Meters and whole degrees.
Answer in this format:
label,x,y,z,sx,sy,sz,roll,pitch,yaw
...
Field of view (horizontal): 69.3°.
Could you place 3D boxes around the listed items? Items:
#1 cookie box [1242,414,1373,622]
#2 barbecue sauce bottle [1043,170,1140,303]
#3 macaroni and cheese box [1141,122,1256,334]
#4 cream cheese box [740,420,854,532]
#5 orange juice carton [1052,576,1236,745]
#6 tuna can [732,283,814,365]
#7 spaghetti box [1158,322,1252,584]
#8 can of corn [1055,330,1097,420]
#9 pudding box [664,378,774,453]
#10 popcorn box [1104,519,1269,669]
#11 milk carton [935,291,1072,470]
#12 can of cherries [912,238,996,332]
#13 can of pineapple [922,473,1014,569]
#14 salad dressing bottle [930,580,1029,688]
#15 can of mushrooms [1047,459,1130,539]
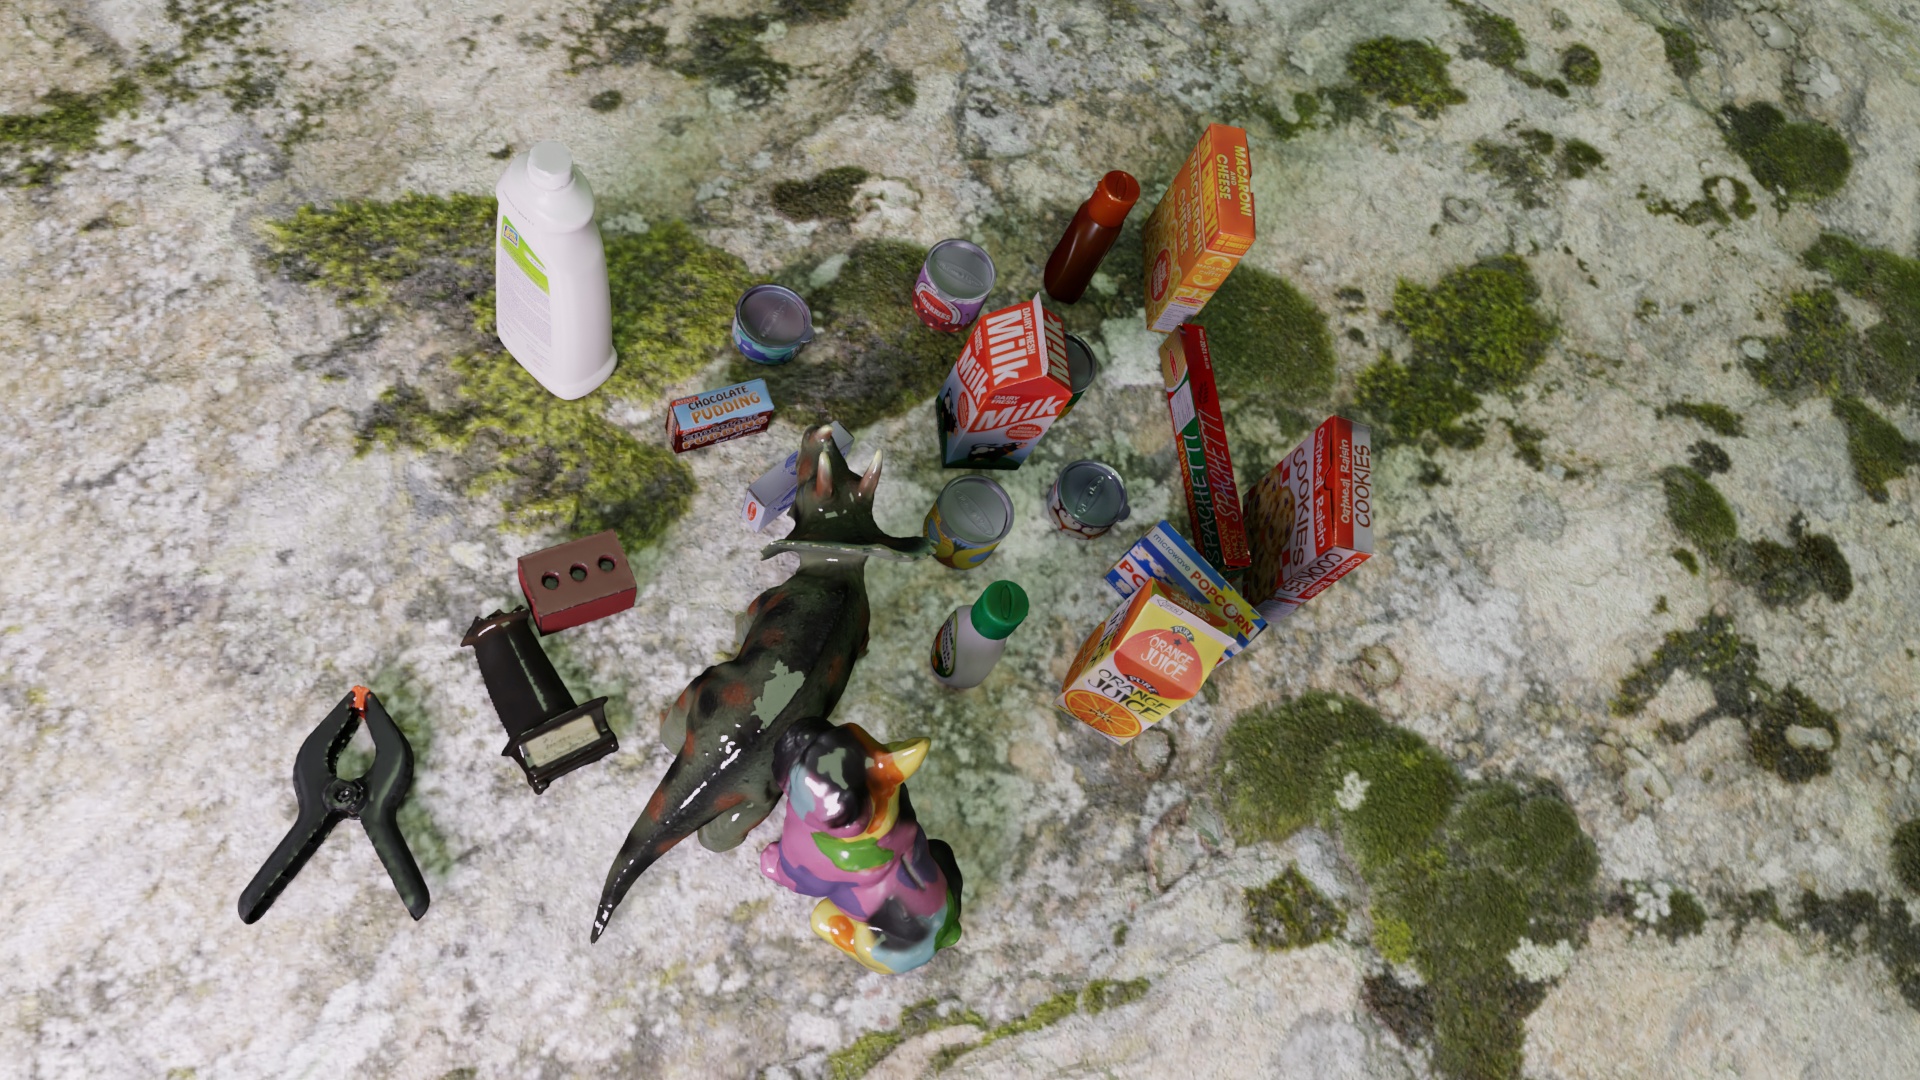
label,x,y,z,sx,sy,sz,roll,pitch,yaw
cookie box,0.298,-0.016,1.208,0.040,0.166,0.123,12,64,-12
barbecue sauce bottle,0.121,-0.283,1.282,0.044,0.148,0.065,18,63,-9
macaroni and cheese box,0.222,-0.290,1.306,0.040,0.165,0.124,7,65,-14
cream cheese box,-0.136,-0.054,1.156,0.024,0.053,0.104,46,62,6
orange juice carton,0.147,0.093,1.099,0.072,0.191,0.073,31,62,-2
tuna can,-0.164,-0.188,1.218,0.071,0.032,0.071,6,65,-14
spaghetti box,0.224,-0.080,1.280,0.029,0.050,0.251,0,67,-17
can of corn,0.081,-0.150,1.262,0.071,0.058,0.071,6,65,-14
pudding box,-0.201,-0.104,1.160,0.084,0.049,0.030,-17,73,-23
popcorn box,0.191,0.051,1.192,0.127,0.085,0.038,46,63,6
milk carton,0.039,-0.130,1.166,0.073,0.189,0.072,1,67,-17
can of cherries,-0.008,-0.231,1.271,0.071,0.058,0.072,6,65,-14
can of pineapple,0.004,-0.015,1.179,0.071,0.057,0.071,6,65,-14
salad dressing bottle,0.015,0.073,1.093,0.044,0.147,0.064,8,65,-14
can of mushrooms,0.114,-0.035,1.235,0.071,0.033,0.071,6,65,-14
